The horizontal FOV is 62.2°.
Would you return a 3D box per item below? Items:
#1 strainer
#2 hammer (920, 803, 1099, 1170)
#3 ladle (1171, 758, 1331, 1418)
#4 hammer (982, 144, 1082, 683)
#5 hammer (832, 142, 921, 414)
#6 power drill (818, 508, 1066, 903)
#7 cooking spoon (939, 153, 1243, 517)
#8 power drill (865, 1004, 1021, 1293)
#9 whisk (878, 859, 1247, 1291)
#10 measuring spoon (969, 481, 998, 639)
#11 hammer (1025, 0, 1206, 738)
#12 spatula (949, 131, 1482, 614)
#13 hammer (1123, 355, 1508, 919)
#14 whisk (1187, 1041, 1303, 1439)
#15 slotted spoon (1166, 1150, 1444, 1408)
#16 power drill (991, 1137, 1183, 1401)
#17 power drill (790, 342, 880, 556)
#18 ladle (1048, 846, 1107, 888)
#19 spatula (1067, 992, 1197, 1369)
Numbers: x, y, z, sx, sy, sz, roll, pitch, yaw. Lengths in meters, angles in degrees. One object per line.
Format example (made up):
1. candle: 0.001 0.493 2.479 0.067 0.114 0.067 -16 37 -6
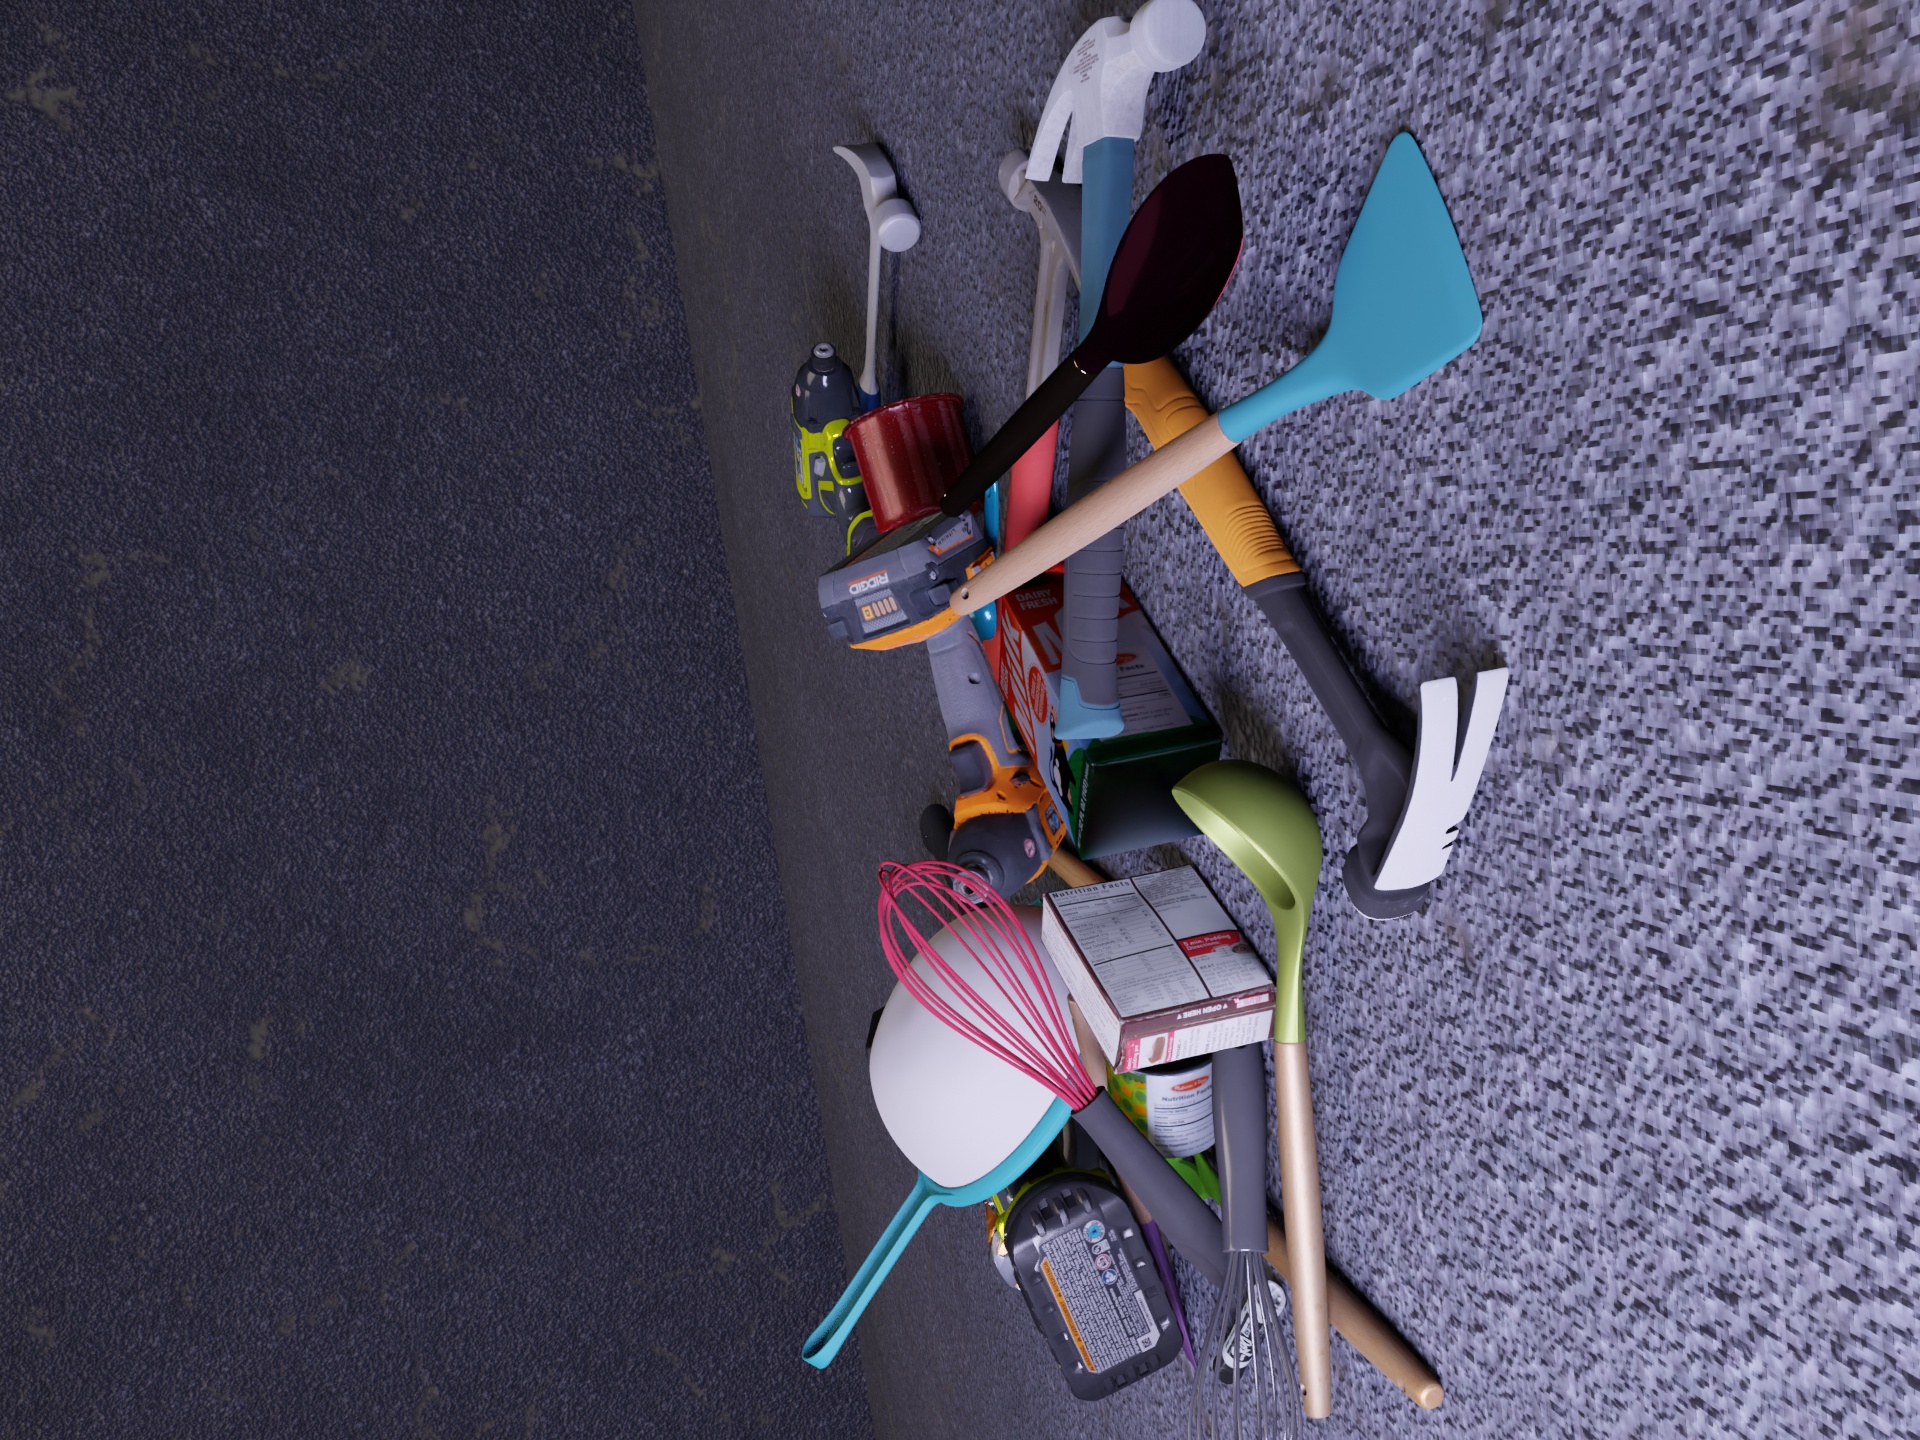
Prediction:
1. strainer: -0.029 0.249 1.022 0.340 0.095 0.211 -56 15 -6
2. hammer: 0.033 0.195 1.292 0.409 0.036 0.149 -118 23 -53
3. ladle: 0.143 0.174 0.734 0.078 0.062 0.320 -154 57 -75
4. hammer: 0.047 -0.150 0.967 0.358 0.036 0.149 95 160 -47
5. hammer: -0.079 -0.302 1.372 0.405 0.035 0.144 97 158 -52
6. power drill: -0.002 -0.003 0.970 0.226 0.084 0.164 67 -156 -13
7. cooking spoon: 0.048 -0.153 0.720 0.319 0.017 0.069 146 120 -66
8. power drill: 0.013 0.318 1.258 0.226 0.084 0.185 61 -177 -5
9. whisk: 0.055 0.187 0.846 0.296 0.073 0.073 50 165 0
10. measuring spoon: 0.010 -0.105 1.022 0.042 0.021 0.128 -114 20 -45
11. hammer: 0.066 -0.151 0.746 0.128 0.033 0.331 -153 63 -68
12. spatula: 0.086 -0.113 0.663 0.317 0.044 0.082 -31 69 46
13. hammer: 0.127 -0.081 0.691 0.127 0.034 0.337 93 161 -47
14. whisk: 0.138 0.262 0.791 0.055 0.055 0.239 113 161 -67
15. slotted spoon: 0.160 0.271 0.839 0.314 0.031 0.070 -153 45 -71
16. power drill: 0.068 0.343 1.044 0.228 0.080 0.190 -159 45 -80
17. power drill: -0.083 -0.186 1.302 0.171 0.080 0.223 93 156 -53
18. ladle: 0.073 0.100 1.074 0.316 0.031 0.069 -145 47 -69
19. spatula: 0.106 0.283 0.973 0.060 0.018 0.315 -122 13 -59
